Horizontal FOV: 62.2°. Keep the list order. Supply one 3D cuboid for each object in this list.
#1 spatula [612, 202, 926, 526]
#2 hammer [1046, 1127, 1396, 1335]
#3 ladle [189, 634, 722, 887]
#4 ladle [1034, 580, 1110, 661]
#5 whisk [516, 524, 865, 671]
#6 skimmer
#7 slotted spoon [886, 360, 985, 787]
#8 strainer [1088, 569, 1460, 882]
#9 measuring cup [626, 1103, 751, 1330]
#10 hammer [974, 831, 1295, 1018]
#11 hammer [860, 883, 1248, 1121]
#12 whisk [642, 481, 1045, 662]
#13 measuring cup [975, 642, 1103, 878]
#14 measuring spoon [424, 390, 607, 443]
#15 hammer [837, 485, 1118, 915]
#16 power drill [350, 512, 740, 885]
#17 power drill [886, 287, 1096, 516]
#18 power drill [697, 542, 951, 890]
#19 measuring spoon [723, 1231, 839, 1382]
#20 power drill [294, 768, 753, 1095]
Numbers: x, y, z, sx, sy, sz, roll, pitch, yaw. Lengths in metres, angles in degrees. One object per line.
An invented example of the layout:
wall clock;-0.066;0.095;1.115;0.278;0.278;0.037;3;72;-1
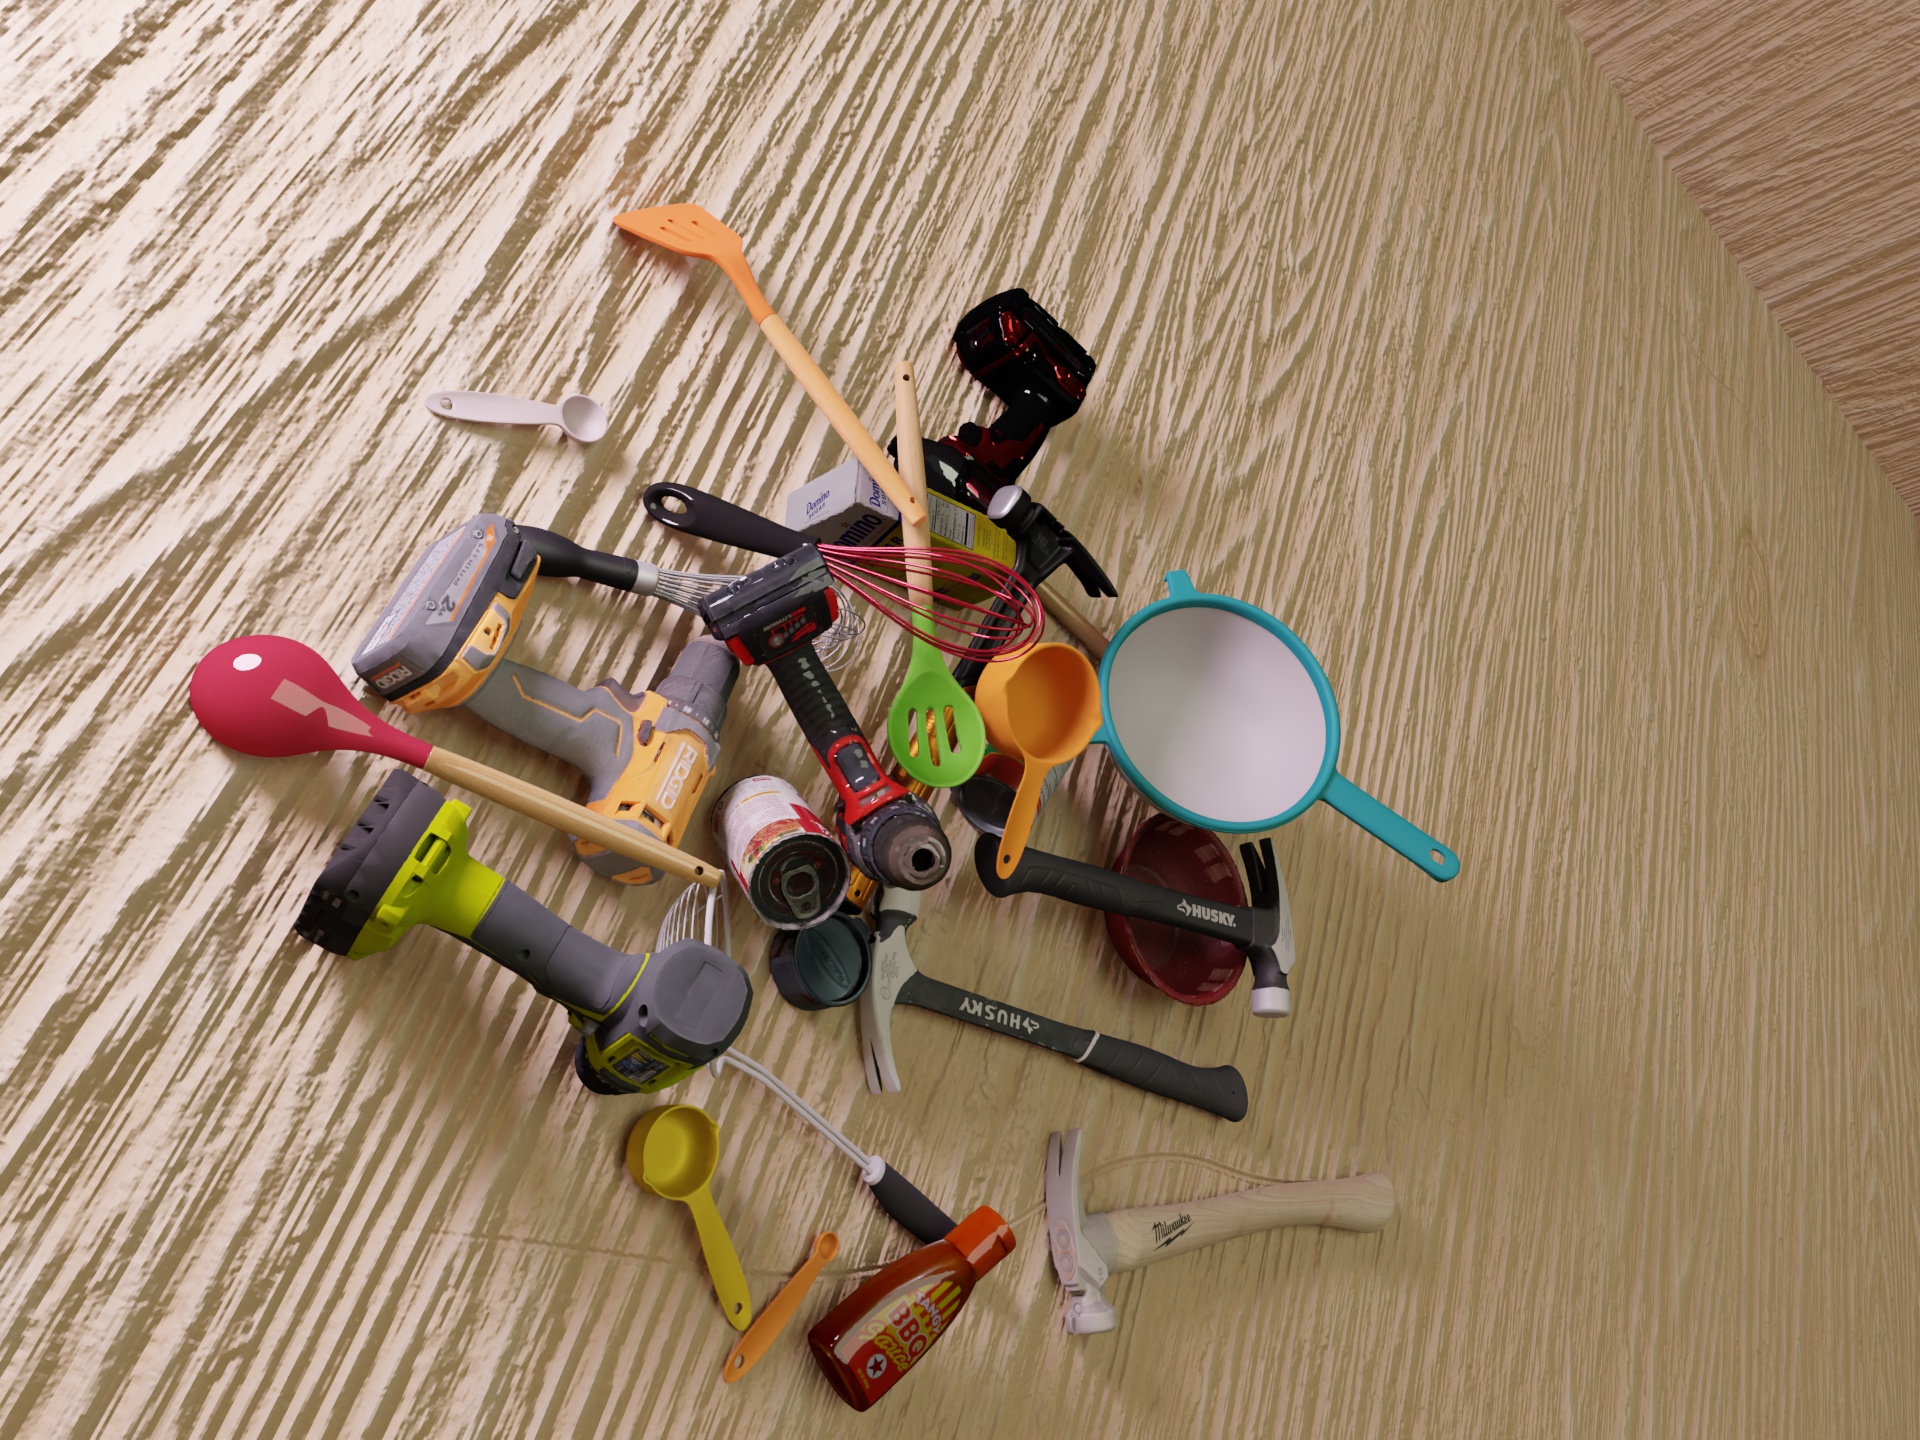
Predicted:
spatula;-0.127;-0.263;1.143;0.081;0.041;0.323;-29;78;-43
hammer;0.228;0.398;1.311;0.410;0.038;0.146;7;70;-41
ladle;-0.282;0.033;0.914;0.315;0.031;0.069;25;74;-17
ladle;0.166;-0.032;1.390;0.320;0.062;0.078;42;58;-21
whisk;-0.188;-0.090;1.088;0.284;0.070;0.070;14;67;-34
skimmer;-0.074;0.248;1.047;0.363;0.090;0.127;48;16;-23
slotted spoon;-0.027;-0.106;1.132;0.070;0.031;0.314;-3;81;-12
strainer;0.254;0.043;1.326;0.340;0.095;0.211;34;62;-1
measuring cup;-0.166;0.312;0.993;0.062;0.029;0.156;-29;108;-44
hammer;0.144;0.136;1.246;0.334;0.035;0.146;19;64;-36
hammer;0.084;0.252;1.229;0.408;0.036;0.149;26;61;-34
whisk;-0.082;-0.109;1.090;0.296;0.073;0.073;19;55;8
measuring cup;0.041;0.027;1.151;0.095;0.052;0.173;20;84;-35
measuring spoon;-0.296;-0.203;1.057;0.124;0.018;0.034;0;76;-36
hammer;-0.002;-0.004;1.170;0.127;0.034;0.337;41;71;-32
power drill;-0.241;-0.029;1.001;0.226;0.084;0.185;43;48;-28
power drill;0.022;-0.245;1.320;0.143;0.078;0.220;38;56;-27
power drill;-0.077;0.006;1.007;0.080;0.188;0.226;-28;98;-9
measuring spoon;-0.116;0.375;1.022;0.117;0.011;0.021;-47;120;-38
power drill;-0.244;0.135;0.887;0.228;0.190;0.080;33;56;-13
